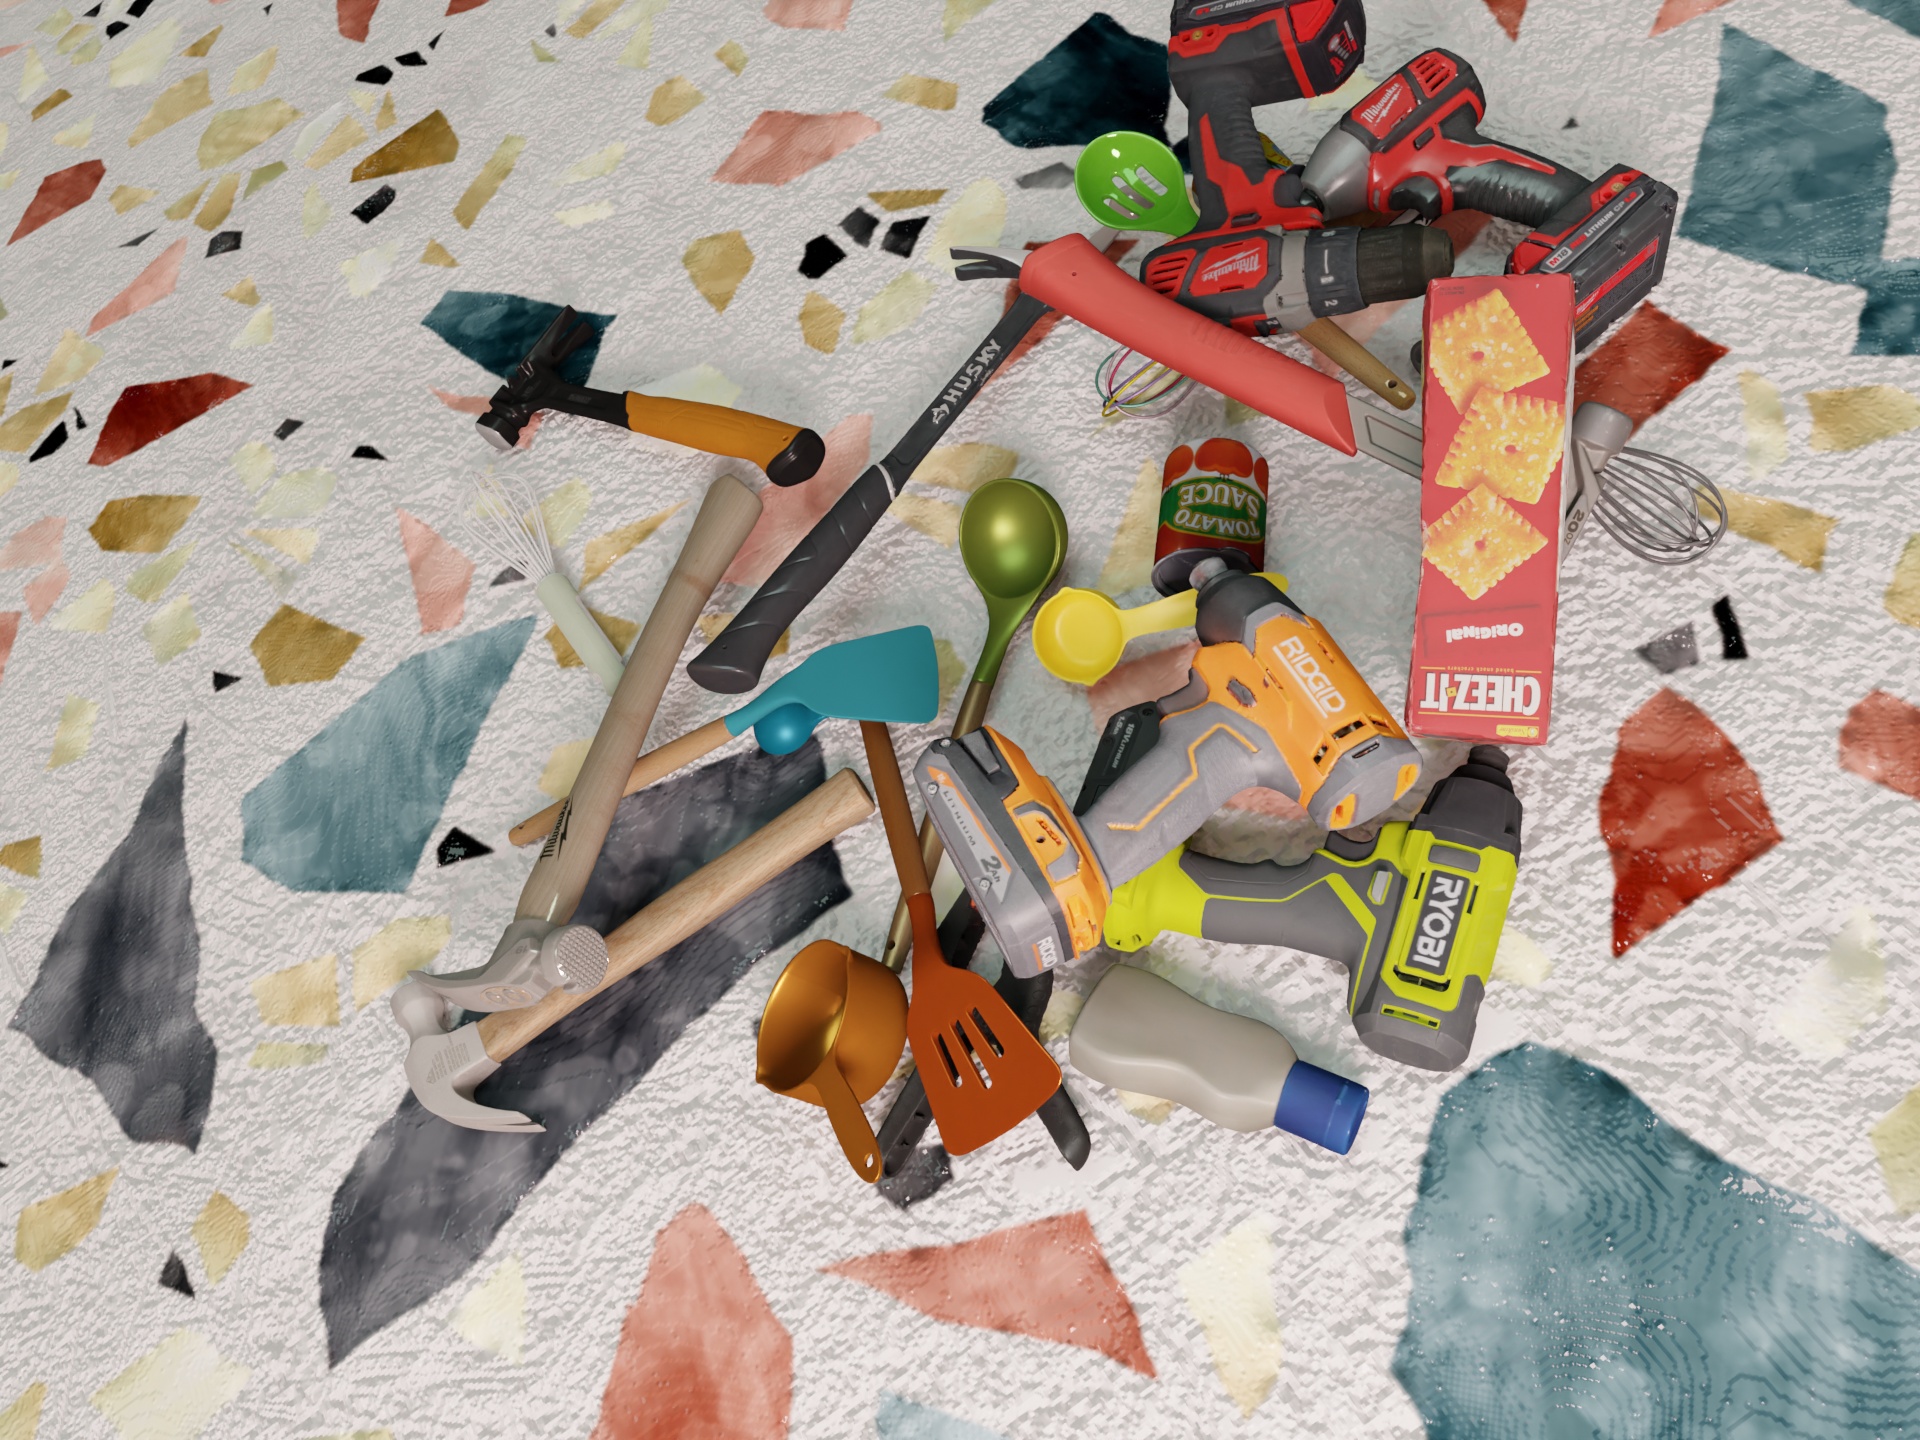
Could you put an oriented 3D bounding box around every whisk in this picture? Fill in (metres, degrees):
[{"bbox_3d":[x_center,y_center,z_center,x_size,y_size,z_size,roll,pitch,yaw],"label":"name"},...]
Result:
[{"bbox_3d":[-0.296,-0.101,1.143,0.059,0.057,0.247,-34,60,-10],"label":"whisk"},{"bbox_3d":[0.186,-0.278,1.063,0.245,0.047,0.051,-38,56,-8],"label":"whisk"},{"bbox_3d":[0.348,-0.166,0.932,0.055,0.055,0.239,-38,52,-3],"label":"whisk"}]

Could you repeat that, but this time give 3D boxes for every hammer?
[{"bbox_3d":[-0.195,0.135,0.977,0.331,0.031,0.130,-34,55,0],"label":"hammer"},{"bbox_3d":[-0.043,-0.175,1.056,0.149,0.036,0.409,26,66,27],"label":"hammer"},{"bbox_3d":[-0.219,-0.002,1.023,0.146,0.038,0.411,-14,45,36],"label":"hammer"},{"bbox_3d":[-0.221,-0.229,1.165,0.337,0.034,0.127,20,71,37],"label":"hammer"},{"bbox_3d":[0.188,-0.182,0.926,0.359,0.036,0.149,30,99,16],"label":"hammer"}]

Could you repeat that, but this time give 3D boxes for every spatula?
[{"bbox_3d":[-0.022,0.088,0.905,0.081,0.041,0.323,-40,41,21],"label":"spatula"},{"bbox_3d":[-0.159,0.021,1.010,0.317,0.044,0.082,-25,45,21],"label":"spatula"}]

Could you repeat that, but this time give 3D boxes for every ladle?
[{"bbox_3d":[-0.002,-0.003,0.968,0.078,0.062,0.320,2,65,38],"label":"ladle"}]

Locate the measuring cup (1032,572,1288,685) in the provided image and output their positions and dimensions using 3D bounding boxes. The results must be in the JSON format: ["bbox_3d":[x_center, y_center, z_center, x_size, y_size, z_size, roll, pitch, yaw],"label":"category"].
[{"bbox_3d":[0.120,-0.064,0.956,0.156,0.029,0.062,-14,98,16],"label":"measuring cup"}]

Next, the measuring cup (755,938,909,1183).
[{"bbox_3d":[-0.053,0.190,0.846,0.095,0.052,0.174,-56,33,12],"label":"measuring cup"}]

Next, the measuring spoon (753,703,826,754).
[{"bbox_3d":[-0.079,-0.018,1.024,0.128,0.021,0.042,-25,56,9],"label":"measuring spoon"}]

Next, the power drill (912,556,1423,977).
[{"bbox_3d":[0.095,0.015,0.811,0.226,0.084,0.164,-27,60,-6],"label":"power drill"}]

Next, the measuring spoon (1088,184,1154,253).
[{"bbox_3d":[0.093,-0.343,1.145,0.034,0.018,0.124,36,80,33],"label":"measuring spoon"}]

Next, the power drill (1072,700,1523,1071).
[{"bbox_3d":[0.177,0.072,0.847,0.223,0.080,0.171,14,68,23],"label":"power drill"}]

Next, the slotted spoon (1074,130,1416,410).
[{"bbox_3d":[0.181,-0.291,1.031,0.070,0.031,0.314,-41,59,2],"label":"slotted spoon"}]

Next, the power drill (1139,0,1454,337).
[{"bbox_3d":[0.208,-0.346,0.979,0.188,0.080,0.227,-1,76,27],"label":"power drill"}]

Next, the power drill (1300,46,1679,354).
[{"bbox_3d":[0.320,-0.323,0.998,0.143,0.078,0.220,-40,61,-5],"label":"power drill"}]
